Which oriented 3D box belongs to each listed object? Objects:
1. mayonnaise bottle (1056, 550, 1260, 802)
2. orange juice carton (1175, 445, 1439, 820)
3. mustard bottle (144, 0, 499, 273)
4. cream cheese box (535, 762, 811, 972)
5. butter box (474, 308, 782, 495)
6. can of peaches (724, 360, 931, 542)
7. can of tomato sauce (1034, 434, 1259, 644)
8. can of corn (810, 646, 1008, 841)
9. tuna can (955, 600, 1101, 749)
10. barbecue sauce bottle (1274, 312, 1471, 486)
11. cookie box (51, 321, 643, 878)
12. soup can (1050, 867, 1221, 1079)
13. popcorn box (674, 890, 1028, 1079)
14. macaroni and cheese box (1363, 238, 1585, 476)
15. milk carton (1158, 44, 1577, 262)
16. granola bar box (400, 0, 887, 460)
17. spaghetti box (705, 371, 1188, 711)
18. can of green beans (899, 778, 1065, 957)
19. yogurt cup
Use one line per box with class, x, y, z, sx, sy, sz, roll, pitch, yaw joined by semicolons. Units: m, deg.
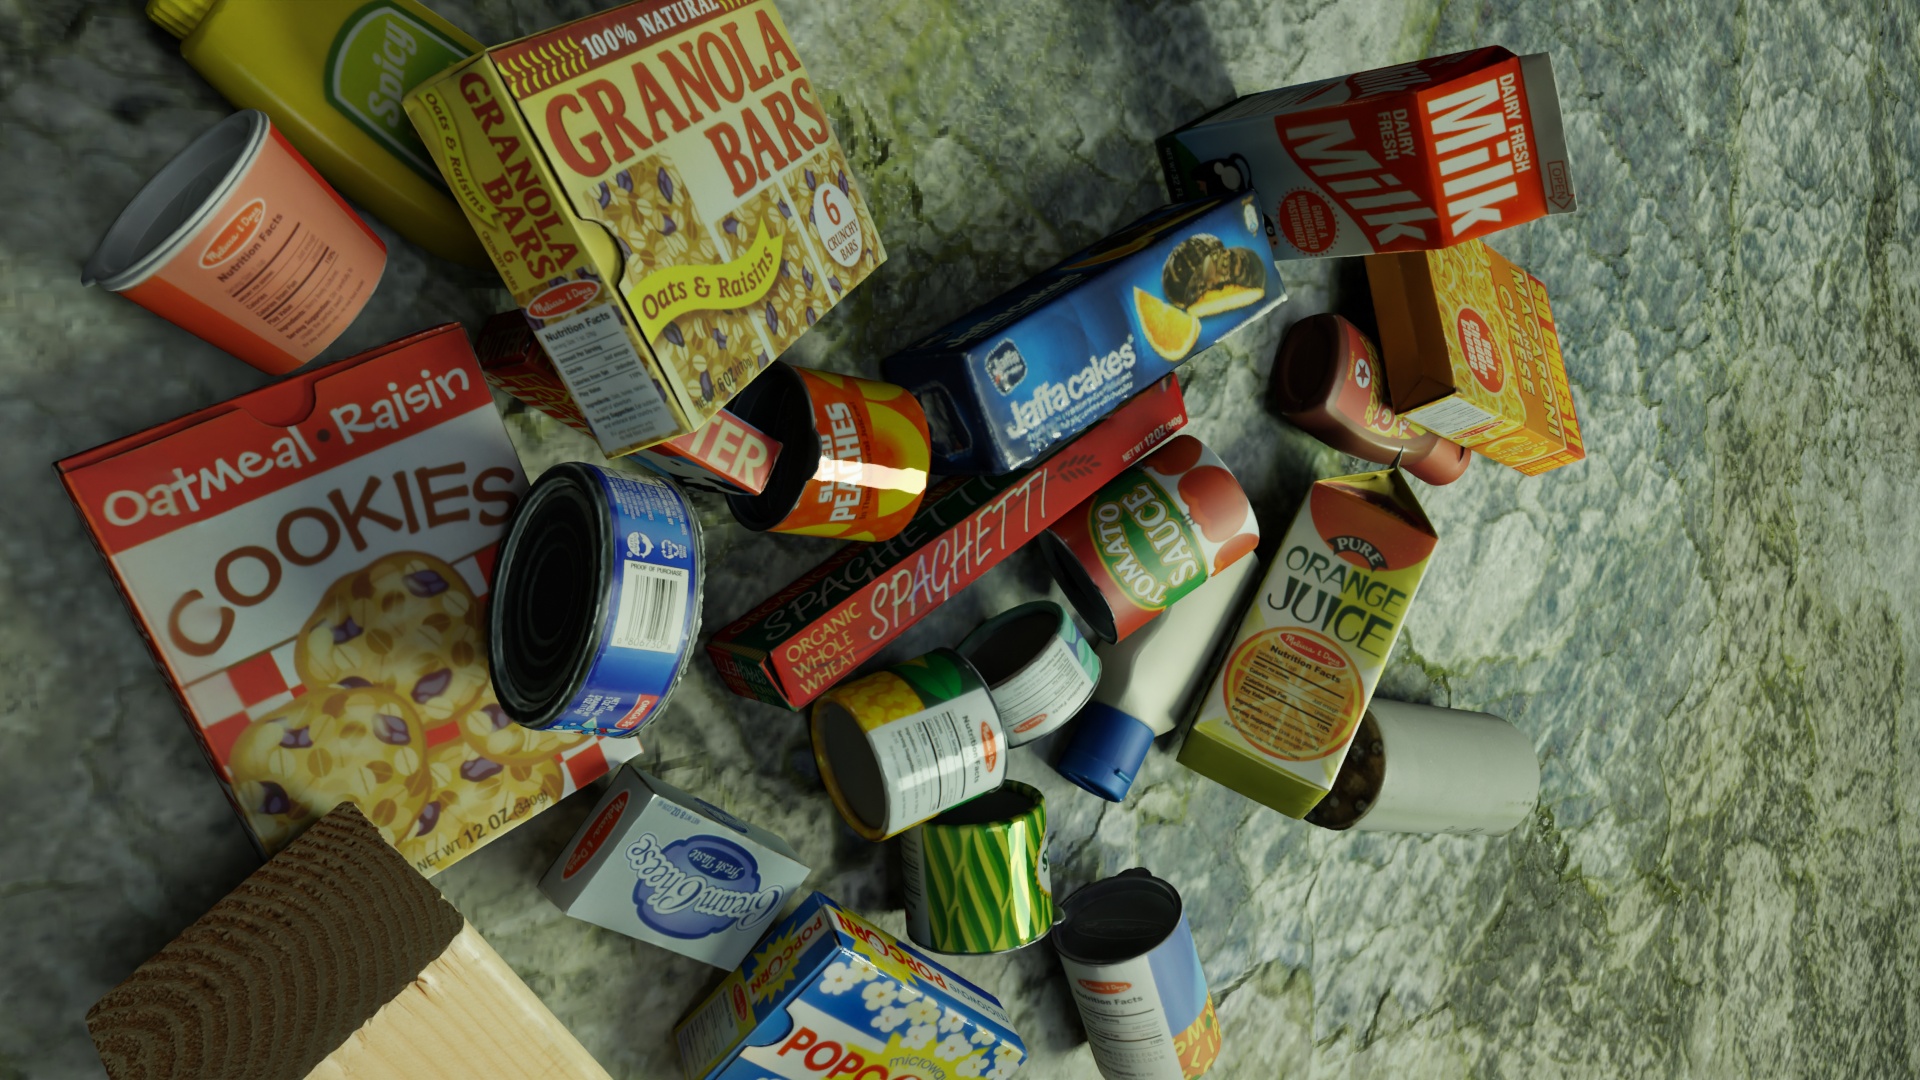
mayonnaise bottle;0.097;0.057;0.696;0.064;0.041;0.148;41;70;-33
orange juice carton;0.188;0.041;0.727;0.193;0.073;0.071;-60;168;-20
mustard bottle;-0.195;-0.147;0.434;0.160;0.049;0.065;32;68;-36
cream cheese box;-0.105;0.126;0.525;0.053;0.024;0.103;-53;141;-6
butter box;-0.120;-0.048;0.502;0.103;0.053;0.024;31;73;-37
can of peaches;-0.052;-0.033;0.547;0.058;0.071;0.071;7;90;-40
can of tomato sauce;0.087;-0.001;0.646;0.083;0.071;0.071;-33;116;-9
can of corn;-0.024;0.085;0.584;0.058;0.071;0.071;-18;106;-30
tuna can;0.026;0.059;0.623;0.071;0.071;0.032;-45;113;-26
barbecue sauce bottle;0.240;-0.073;0.796;0.148;0.043;0.065;24;70;-38
cookie box;-0.193;0.027;0.458;0.123;0.040;0.167;-30;112;-33
soup can;0.089;0.218;0.688;0.071;0.071;0.083;-32;114;-32
popcorn box;-0.043;0.210;0.578;0.085;0.038;0.126;-45;124;4
macaroni and cheese box;0.301;-0.116;0.815;0.166;0.040;0.124;14;64;-43
milk carton;0.193;-0.179;0.654;0.074;0.190;0.072;-34;114;-31
granola bar box;-0.094;-0.121;0.477;0.124;0.039;0.166;64;30;-21
spaghetti box;0.002;-0.008;0.607;0.251;0.050;0.028;-35;114;-31
can of green beans;0.007;0.142;0.614;0.071;0.071;0.057;-10;101;-38
yogurt cup;-0.213;-0.087;0.418;0.054;0.072;0.072;45;67;-42
